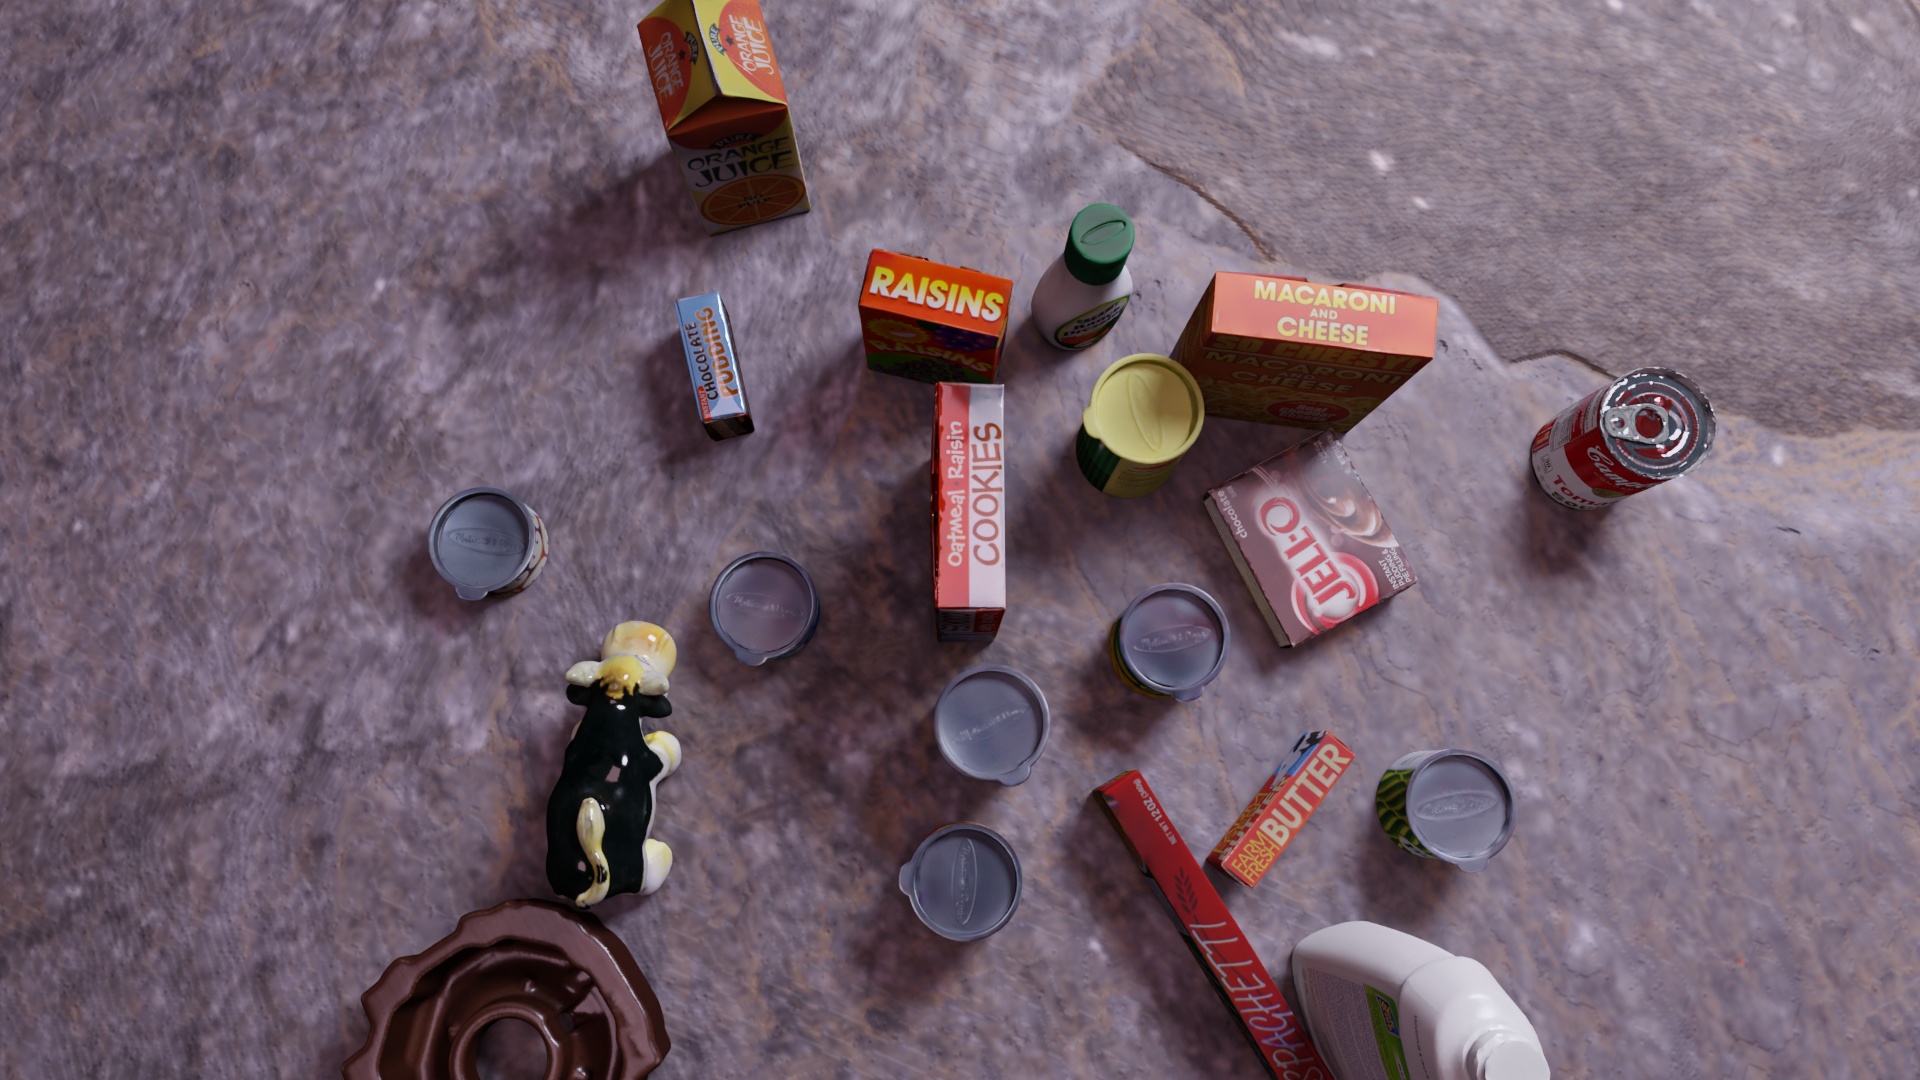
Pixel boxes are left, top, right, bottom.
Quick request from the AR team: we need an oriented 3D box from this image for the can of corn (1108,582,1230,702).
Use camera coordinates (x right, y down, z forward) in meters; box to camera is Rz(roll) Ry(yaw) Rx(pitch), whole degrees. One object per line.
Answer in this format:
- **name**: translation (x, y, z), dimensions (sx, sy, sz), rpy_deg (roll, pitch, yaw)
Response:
- **can of corn**: translation (0.127, 0.065, 0.848), dimensions (0.071, 0.058, 0.071), rpy_deg (0, 80, -1)

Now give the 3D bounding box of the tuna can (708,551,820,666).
- **tuna can**: translation (-0.121, 0.044, 0.860), dimensions (0.071, 0.032, 0.071), rpy_deg (0, 80, -1)

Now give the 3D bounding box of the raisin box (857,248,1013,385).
- **raisin box**: translation (-0.015, -0.131, 0.849), dimensions (0.086, 0.123, 0.040), rpy_deg (14, 80, 1)

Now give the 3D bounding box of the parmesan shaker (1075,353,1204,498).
- **parmesan shaker**: translation (0.104, -0.067, 0.849), dimensions (0.071, 0.103, 0.071), rpy_deg (0, 80, -1)

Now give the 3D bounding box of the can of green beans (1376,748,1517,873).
- **can of green beans**: translation (0.290, 0.159, 0.834), dimensions (0.071, 0.057, 0.071), rpy_deg (0, 80, -1)

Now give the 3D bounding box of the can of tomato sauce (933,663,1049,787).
- **can of tomato sauce**: translation (0.018, 0.111, 0.825), dimensions (0.071, 0.083, 0.071), rpy_deg (0, 80, -1)

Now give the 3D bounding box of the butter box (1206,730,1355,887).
- **butter box**: translation (0.192, 0.161, 0.834), dimensions (0.024, 0.053, 0.103), rpy_deg (40, 81, 6)

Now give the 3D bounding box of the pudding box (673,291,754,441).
- **pudding box**: translation (-0.156, -0.110, 0.879), dimensions (0.030, 0.049, 0.084), rpy_deg (-14, 80, -3)

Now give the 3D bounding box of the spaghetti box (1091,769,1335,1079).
- **spaghetti box**: translation (0.157, 0.248, 0.819), dimensions (0.029, 0.050, 0.250), rpy_deg (-31, 82, -6)

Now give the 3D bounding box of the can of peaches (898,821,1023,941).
- **can of peaches**: translation (0.000, 0.199, 0.821), dimensions (0.071, 0.058, 0.071), rpy_deg (0, 80, -1)

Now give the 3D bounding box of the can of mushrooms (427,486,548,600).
- **can of mushrooms**: translation (-0.294, 0.004, 0.864), dimensions (0.071, 0.033, 0.071), rpy_deg (0, 80, -1)

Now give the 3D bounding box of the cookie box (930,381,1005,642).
- **cookie box**: translation (0.003, -0.010, 0.804), dimensions (0.040, 0.167, 0.123), rpy_deg (-1, 80, -1)

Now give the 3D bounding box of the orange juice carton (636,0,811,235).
- **orange juice carton**: translation (-0.141, -0.259, 0.835), dimensions (0.073, 0.192, 0.072), rpy_deg (-15, 81, -3)

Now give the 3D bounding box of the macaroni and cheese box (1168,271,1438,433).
- **macaroni and cheese box**: translation (0.194, -0.109, 0.827), dimensions (0.124, 0.166, 0.040), rpy_deg (7, 80, 0)

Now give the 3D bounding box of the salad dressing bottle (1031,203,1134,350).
- **salad dressing bottle**: translation (0.077, -0.159, 0.843), dimensions (0.064, 0.147, 0.044), rpy_deg (-24, 81, -5)
